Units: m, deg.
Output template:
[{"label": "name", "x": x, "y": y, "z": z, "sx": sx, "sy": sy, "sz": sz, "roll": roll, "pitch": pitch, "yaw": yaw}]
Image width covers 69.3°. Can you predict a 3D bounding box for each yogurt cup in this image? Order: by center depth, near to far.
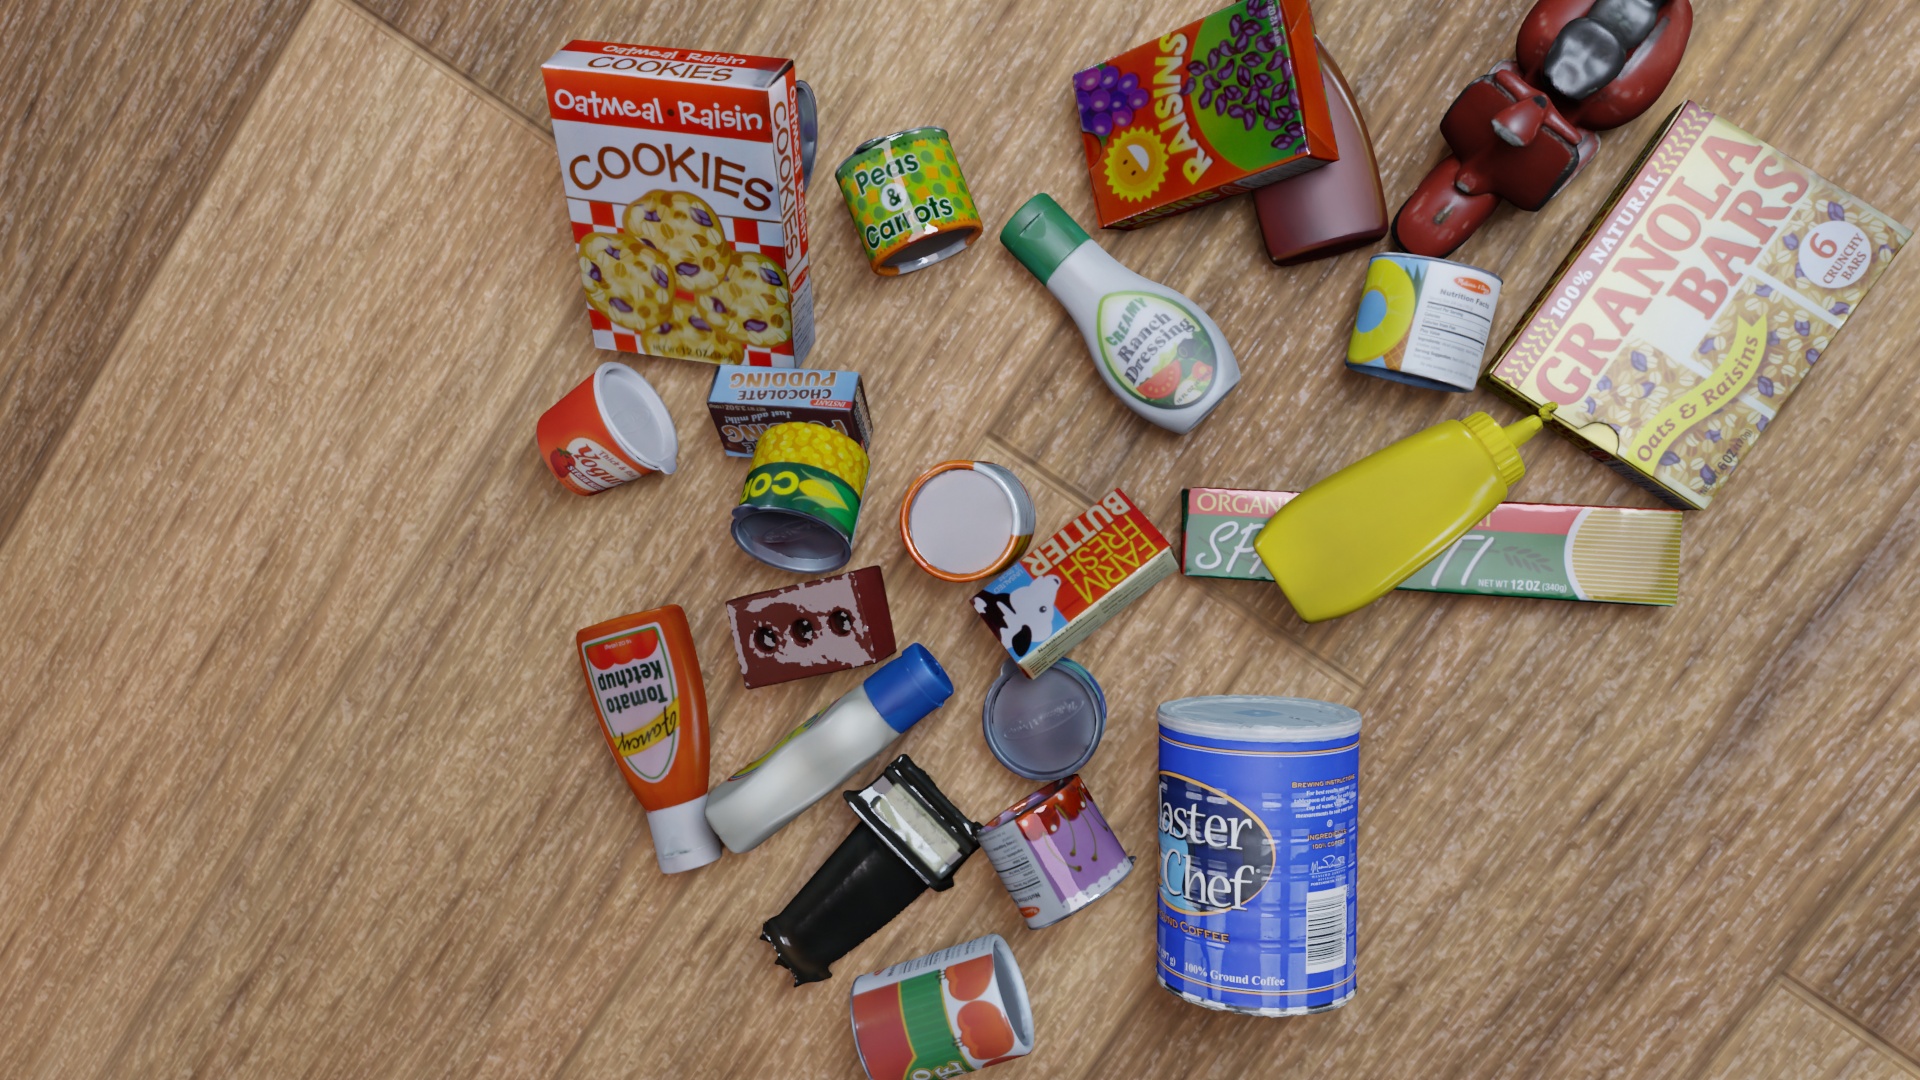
[{"label": "yogurt cup", "x": -0.204, "y": -0.061, "z": 0.793, "sx": 0.054, "sy": 0.072, "sz": 0.072, "roll": -27, "pitch": 87, "yaw": 18}]

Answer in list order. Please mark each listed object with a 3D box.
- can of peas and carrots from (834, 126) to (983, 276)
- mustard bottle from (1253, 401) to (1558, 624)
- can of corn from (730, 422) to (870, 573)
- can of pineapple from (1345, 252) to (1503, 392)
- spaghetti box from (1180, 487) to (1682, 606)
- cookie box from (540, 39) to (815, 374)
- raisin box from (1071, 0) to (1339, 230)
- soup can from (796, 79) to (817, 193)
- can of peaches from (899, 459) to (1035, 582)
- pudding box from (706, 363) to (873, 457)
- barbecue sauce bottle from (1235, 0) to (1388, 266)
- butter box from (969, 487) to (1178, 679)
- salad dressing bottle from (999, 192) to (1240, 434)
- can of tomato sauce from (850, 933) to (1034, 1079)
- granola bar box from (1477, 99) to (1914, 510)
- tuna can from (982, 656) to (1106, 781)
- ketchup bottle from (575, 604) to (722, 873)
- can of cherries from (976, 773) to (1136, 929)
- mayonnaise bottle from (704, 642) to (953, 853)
[{"label": "can of peas and carrots", "x": -0.028, "y": -0.183, "z": 0.753, "sx": 0.071, "sy": 0.071, "sz": 0.058, "roll": -22, "pitch": 88, "yaw": 11}, {"label": "mustard bottle", "x": 0.226, "y": -0.020, "z": 0.690, "sx": 0.160, "sy": 0.049, "sz": 0.065, "roll": -32, "pitch": 83, "yaw": 8}, {"label": "can of corn", "x": -0.088, "y": -0.024, "z": 0.759, "sx": 0.071, "sy": 0.071, "sz": 0.058, "roll": 5, "pitch": 59, "yaw": 11}, {"label": "can of pineapple", "x": 0.235, "y": -0.110, "z": 0.709, "sx": 0.071, "sy": 0.071, "sz": 0.058, "roll": 14, "pitch": 95, "yaw": 10}, {"label": "spaghetti box", "x": 0.241, "y": 0.002, "z": 0.728, "sx": 0.250, "sy": 0.029, "sz": 0.050, "roll": 3, "pitch": 91, "yaw": 10}, {"label": "cookie box", "x": -0.146, "y": -0.177, "z": 0.746, "sx": 0.123, "sy": 0.040, "sz": 0.166, "roll": 9, "pitch": 130, "yaw": 11}, {"label": "raisin box", "x": 0.123, "y": -0.217, "z": 0.714, "sx": 0.123, "sy": 0.040, "sz": 0.086, "roll": -11, "pitch": 90, "yaw": 39}, {"label": "soup can", "x": -0.130, "y": -0.223, "z": 0.774, "sx": 0.084, "sy": 0.071, "sz": 0.071, "roll": 9, "pitch": 93, "yaw": 11}, {"label": "can of peaches", "x": 0.003, "y": -0.010, "z": 0.758, "sx": 0.071, "sy": 0.058, "sz": 0.071, "roll": 0, "pitch": 92, "yaw": 10}, {"label": "pudding box", "x": -0.095, "y": -0.070, "z": 0.777, "sx": 0.084, "sy": 0.049, "sz": 0.030, "roll": 5, "pitch": 56, "yaw": 10}, {"label": "barbecue sauce bottle", "x": 0.177, "y": -0.223, "z": 0.727, "sx": 0.065, "sy": 0.044, "sz": 0.148, "roll": -13, "pitch": 88, "yaw": 18}, {"label": "butter box", "x": 0.061, "y": 0.023, "z": 0.745, "sx": 0.103, "sy": 0.024, "sz": 0.053, "roll": -38, "pitch": 54, "yaw": -2}, {"label": "salad dressing bottle", "x": 0.084, "y": -0.123, "z": 0.747, "sx": 0.064, "sy": 0.044, "sz": 0.148, "roll": -45, "pitch": 83, "yaw": 10}, {"label": "can of tomato sauce", "x": -0.009, "y": 0.262, "z": 0.762, "sx": 0.083, "sy": 0.071, "sz": 0.071, "roll": -21, "pitch": 88, "yaw": 10}, {"label": "granola bar box", "x": 0.364, "y": -0.116, "z": 0.697, "sx": 0.124, "sy": 0.039, "sz": 0.165, "roll": 35, "pitch": 97, "yaw": 8}, {"label": "tuna can", "x": 0.046, "y": 0.094, "z": 0.765, "sx": 0.071, "sy": 0.033, "sz": 0.071, "roll": 0, "pitch": 92, "yaw": 10}, {"label": "ketchup bottle", "x": -0.173, "y": 0.115, "z": 0.801, "sx": 0.065, "sy": 0.043, "sz": 0.148, "roll": -15, "pitch": 89, "yaw": 10}, {"label": "can of cherries", "x": 0.052, "y": 0.166, "z": 0.751, "sx": 0.071, "sy": 0.071, "sz": 0.058, "roll": -32, "pitch": 85, "yaw": 10}, {"label": "mayonnaise bottle", "x": -0.072, "y": 0.114, "z": 0.774, "sx": 0.148, "sy": 0.065, "sz": 0.041, "roll": -38, "pitch": 90, "yaw": 5}]
